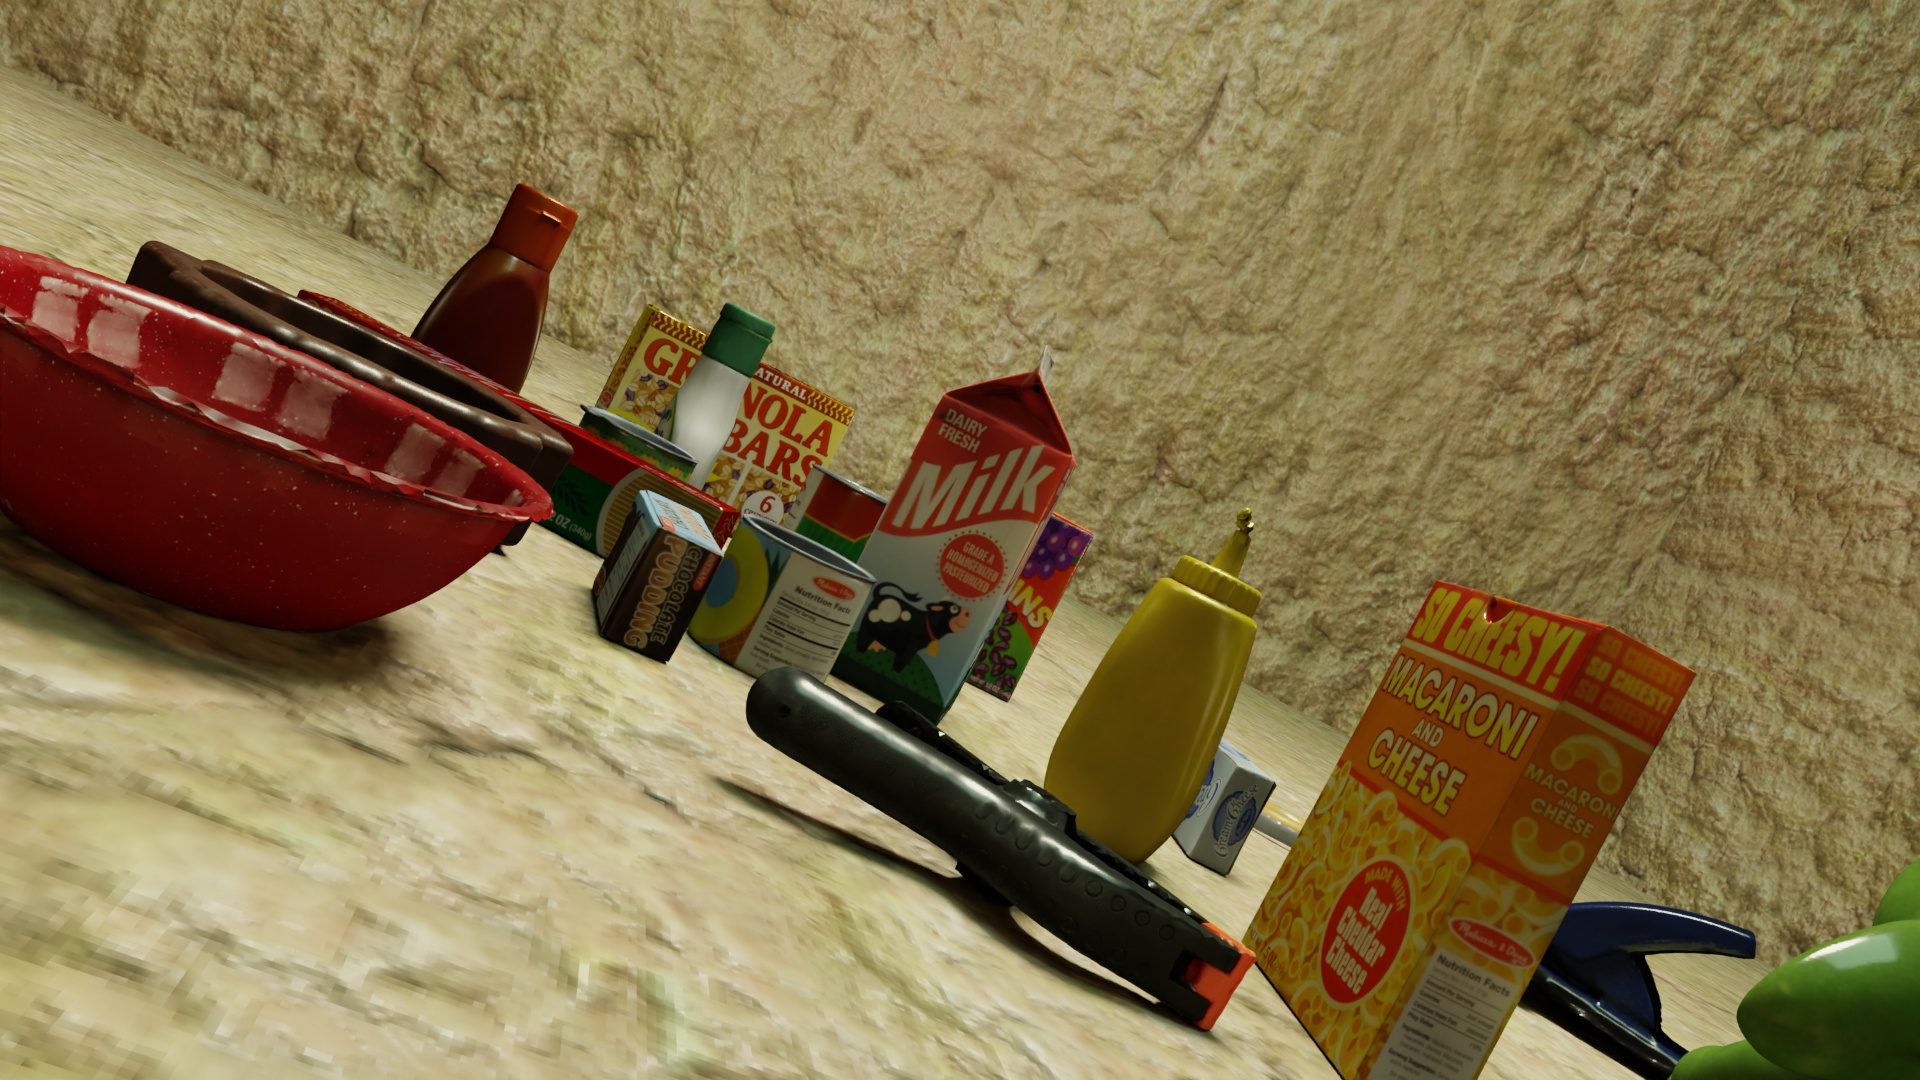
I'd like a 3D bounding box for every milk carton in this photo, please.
[{"bbox_3d":[0.003,-0.009,0.704,0.073,0.190,0.072,27,2,5],"label":"milk carton"}]

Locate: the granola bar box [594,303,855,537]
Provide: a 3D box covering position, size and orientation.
[{"bbox_3d":[-0.175,-0.076,0.992,0.165,0.124,0.039,26,2,-32],"label":"granola bar box"}]

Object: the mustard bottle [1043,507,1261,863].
[{"bbox_3d":[0.094,0.059,0.609,0.065,0.160,0.049,28,2,16],"label":"mustard bottle"}]

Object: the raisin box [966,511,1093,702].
[{"bbox_3d":[0.020,0.029,0.899,0.086,0.123,0.040,27,2,-3],"label":"raisin box"}]

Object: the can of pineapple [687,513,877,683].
[{"bbox_3d":[-0.080,0.028,0.615,0.071,0.058,0.071,27,2,-1],"label":"can of pineapple"}]

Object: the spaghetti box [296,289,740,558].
[{"bbox_3d":[-0.232,-0.050,0.694,0.250,0.050,0.028,27,2,6],"label":"spaghetti box"}]

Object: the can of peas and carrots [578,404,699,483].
[{"bbox_3d":[-0.185,-0.033,0.748,0.071,0.058,0.071,27,2,-1],"label":"can of peas and carrots"}]

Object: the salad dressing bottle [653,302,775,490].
[{"bbox_3d":[-0.168,-0.081,0.900,0.044,0.147,0.064,27,2,-22],"label":"salad dressing bottle"}]

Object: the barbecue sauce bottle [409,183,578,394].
[{"bbox_3d":[-0.260,-0.123,0.768,0.065,0.148,0.044,26,2,-37],"label":"barbecue sauce bottle"}]

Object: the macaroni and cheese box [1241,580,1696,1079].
[{"bbox_3d":[0.170,0.100,0.492,0.040,0.166,0.124,27,2,-7],"label":"macaroni and cheese box"}]

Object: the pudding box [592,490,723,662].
[{"bbox_3d":[-0.124,0.012,0.561,0.030,0.049,0.084,27,2,-20],"label":"pudding box"}]

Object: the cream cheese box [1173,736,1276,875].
[{"bbox_3d":[0.129,0.132,0.726,0.024,0.053,0.104,27,2,-5],"label":"cream cheese box"}]

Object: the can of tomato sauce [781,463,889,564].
[{"bbox_3d":[-0.074,0.007,0.817,0.071,0.083,0.071,27,2,-1],"label":"can of tomato sauce"}]
